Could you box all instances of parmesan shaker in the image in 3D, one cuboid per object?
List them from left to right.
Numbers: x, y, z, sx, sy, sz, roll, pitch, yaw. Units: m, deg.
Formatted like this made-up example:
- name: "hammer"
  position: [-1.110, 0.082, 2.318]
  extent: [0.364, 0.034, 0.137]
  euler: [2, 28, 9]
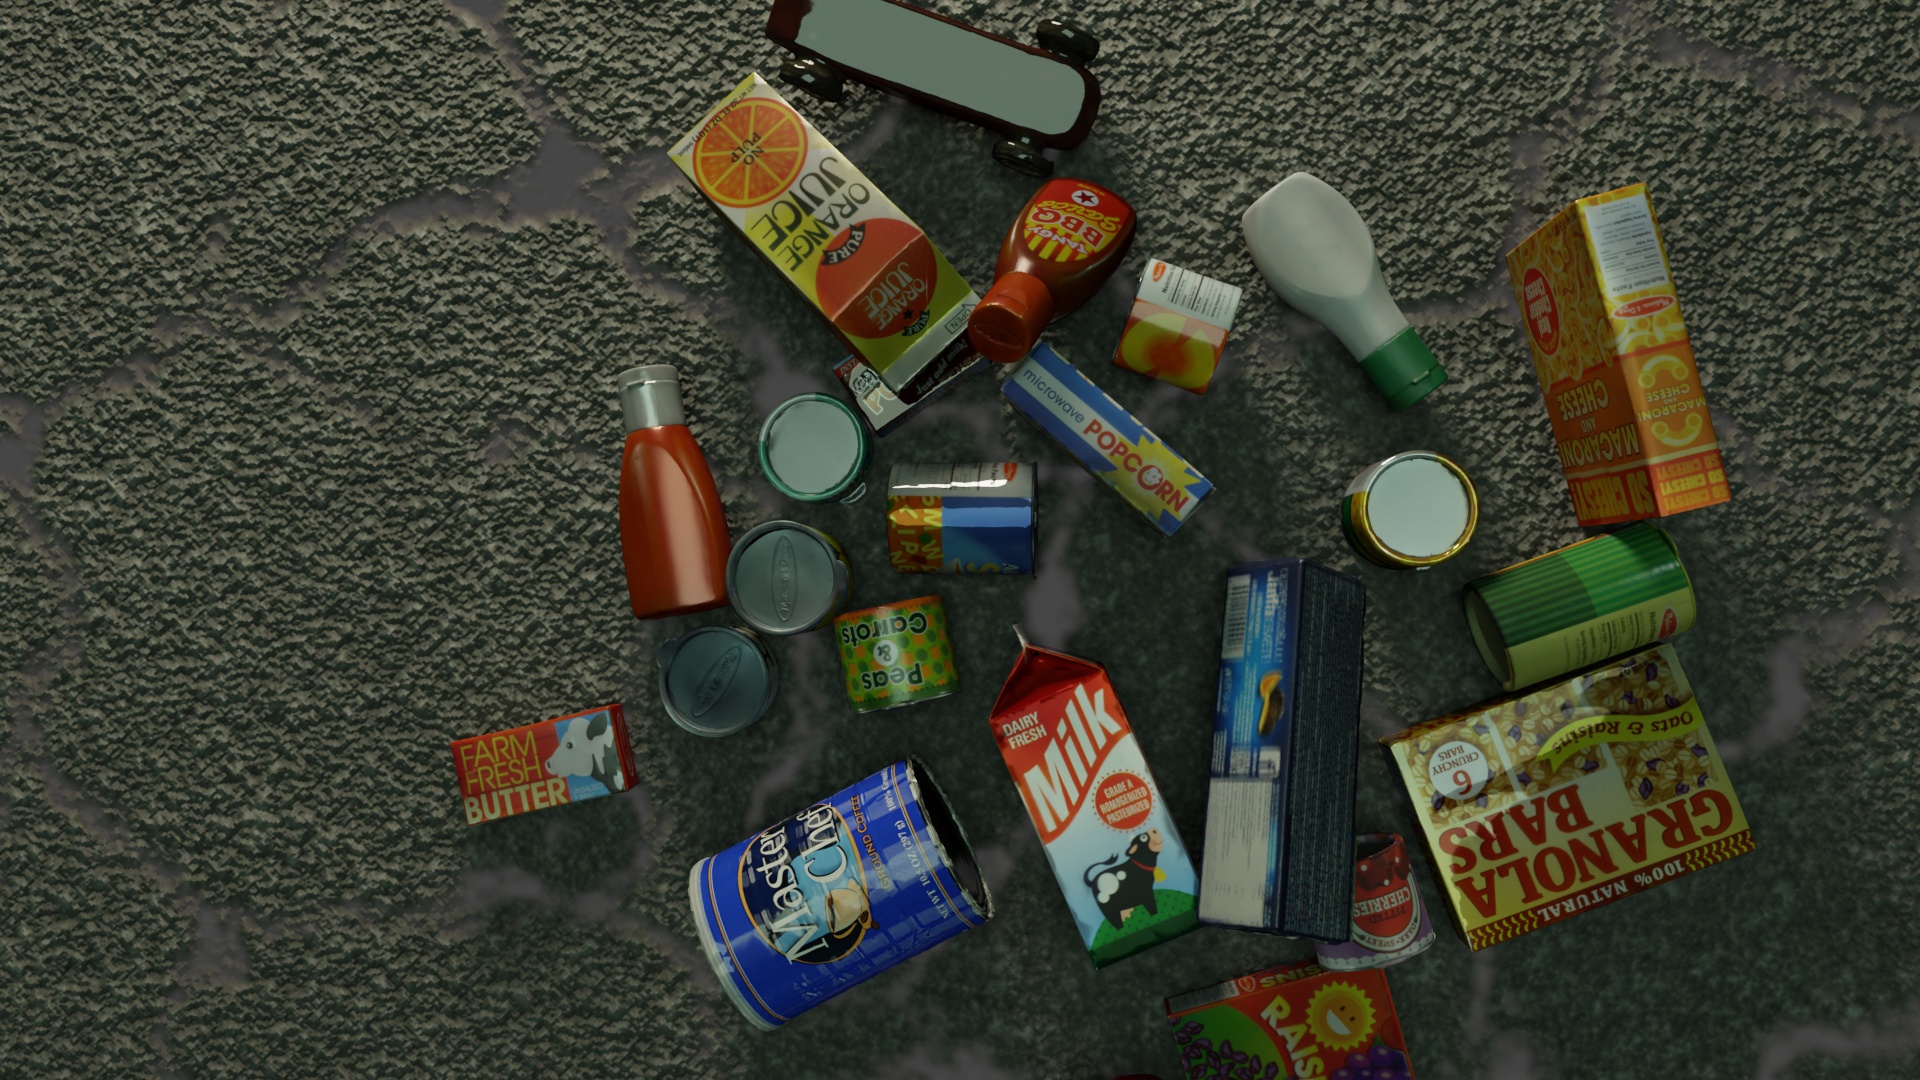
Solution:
- name: "parmesan shaker"
  position: [0.343, 0.035, 0.776]
  extent: [0.103, 0.071, 0.071]
  euler: [-20, 86, 4]

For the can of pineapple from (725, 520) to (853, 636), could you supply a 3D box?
- name: "can of pineapple"
  position: [-0.097, 0.023, 0.816]
  extent: [0.071, 0.058, 0.071]
  euler: [0, 88, 4]

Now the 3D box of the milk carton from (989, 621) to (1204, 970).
- name: "milk carton"
  position: [0.071, 0.134, 0.790]
  extent: [0.073, 0.072, 0.190]
  euler: [-24, 85, 3]

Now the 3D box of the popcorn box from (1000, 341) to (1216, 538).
- name: "popcorn box"
  position: [0.083, -0.056, 0.793]
  extent: [0.127, 0.085, 0.038]
  euler: [41, 92, 5]

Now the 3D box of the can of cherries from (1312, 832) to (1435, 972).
- name: "can of cherries"
  position: [0.225, 0.201, 0.776]
  extent: [0.071, 0.071, 0.058]
  euler: [-17, 86, 4]

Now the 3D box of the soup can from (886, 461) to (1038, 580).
- name: "soup can"
  position: [0.003, -0.010, 0.807]
  extent: [0.084, 0.071, 0.071]
  euler: [0, 87, 5]

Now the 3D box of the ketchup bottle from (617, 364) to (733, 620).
- name: "ketchup bottle"
  position: [-0.176, -0.029, 0.832]
  extent: [0.064, 0.043, 0.149]
  euler: [-11, 86, 14]

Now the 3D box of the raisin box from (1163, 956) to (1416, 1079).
- name: "raisin box"
  position: [0.188, 0.289, 0.790]
  extent: [0.123, 0.040, 0.086]
  euler: [-16, 85, 3]

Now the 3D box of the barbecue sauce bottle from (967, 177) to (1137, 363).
- name: "barbecue sauce bottle"
  position: [0.048, -0.151, 0.777]
  extent: [0.065, 0.043, 0.149]
  euler: [24, 45, 9]

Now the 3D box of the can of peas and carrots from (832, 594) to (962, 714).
- name: "can of peas and carrots"
  position: [-0.037, 0.066, 0.803]
  extent: [0.071, 0.071, 0.058]
  euler: [-12, 86, 4]

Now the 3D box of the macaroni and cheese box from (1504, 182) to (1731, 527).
- name: "macaroni and cheese box"
  position: [0.354, -0.094, 0.754]
  extent: [0.040, 0.123, 0.166]
  euler: [-14, 87, 5]

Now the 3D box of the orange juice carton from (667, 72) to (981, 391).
- name: "orange juice carton"
  position: [-0.073, -0.171, 0.797]
  extent: [0.072, 0.073, 0.193]
  euler: [-44, 73, -1]

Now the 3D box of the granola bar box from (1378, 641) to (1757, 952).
- name: "granola bar box"
  position: [0.340, 0.143, 0.786]
  extent: [0.165, 0.039, 0.124]
  euler: [-21, 85, 3]

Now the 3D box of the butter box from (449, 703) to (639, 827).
- name: "butter box"
  position: [-0.252, 0.135, 0.839]
  extent: [0.103, 0.024, 0.053]
  euler: [-13, 87, 4]

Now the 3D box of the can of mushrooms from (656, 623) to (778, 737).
- name: "can of mushrooms"
  position: [-0.145, 0.081, 0.829]
  extent: [0.071, 0.033, 0.071]
  euler: [0, 88, 5]

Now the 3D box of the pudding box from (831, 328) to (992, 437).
- name: "pudding box"
  position: [-0.028, -0.106, 0.831]
  extent: [0.084, 0.030, 0.049]
  euler: [-34, 84, 2]

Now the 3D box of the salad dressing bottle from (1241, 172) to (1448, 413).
- name: "salad dressing bottle"
  position: [0.224, -0.143, 0.808]
  extent: [0.064, 0.044, 0.147]
  euler: [-35, 86, 0]

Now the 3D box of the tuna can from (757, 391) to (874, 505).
- name: "tuna can"
  position: [-0.085, -0.053, 0.832]
  extent: [0.071, 0.033, 0.071]
  euler: [0, 87, 5]

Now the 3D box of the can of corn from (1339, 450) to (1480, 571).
- name: "can of corn"
  position: [0.256, -0.014, 0.791]
  extent: [0.071, 0.058, 0.071]
  euler: [0, 87, 5]

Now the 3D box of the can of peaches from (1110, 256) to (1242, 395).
- name: "can of peaches"
  position: [0.124, -0.122, 0.804]
  extent: [0.058, 0.071, 0.071]
  euler: [20, 89, 5]
